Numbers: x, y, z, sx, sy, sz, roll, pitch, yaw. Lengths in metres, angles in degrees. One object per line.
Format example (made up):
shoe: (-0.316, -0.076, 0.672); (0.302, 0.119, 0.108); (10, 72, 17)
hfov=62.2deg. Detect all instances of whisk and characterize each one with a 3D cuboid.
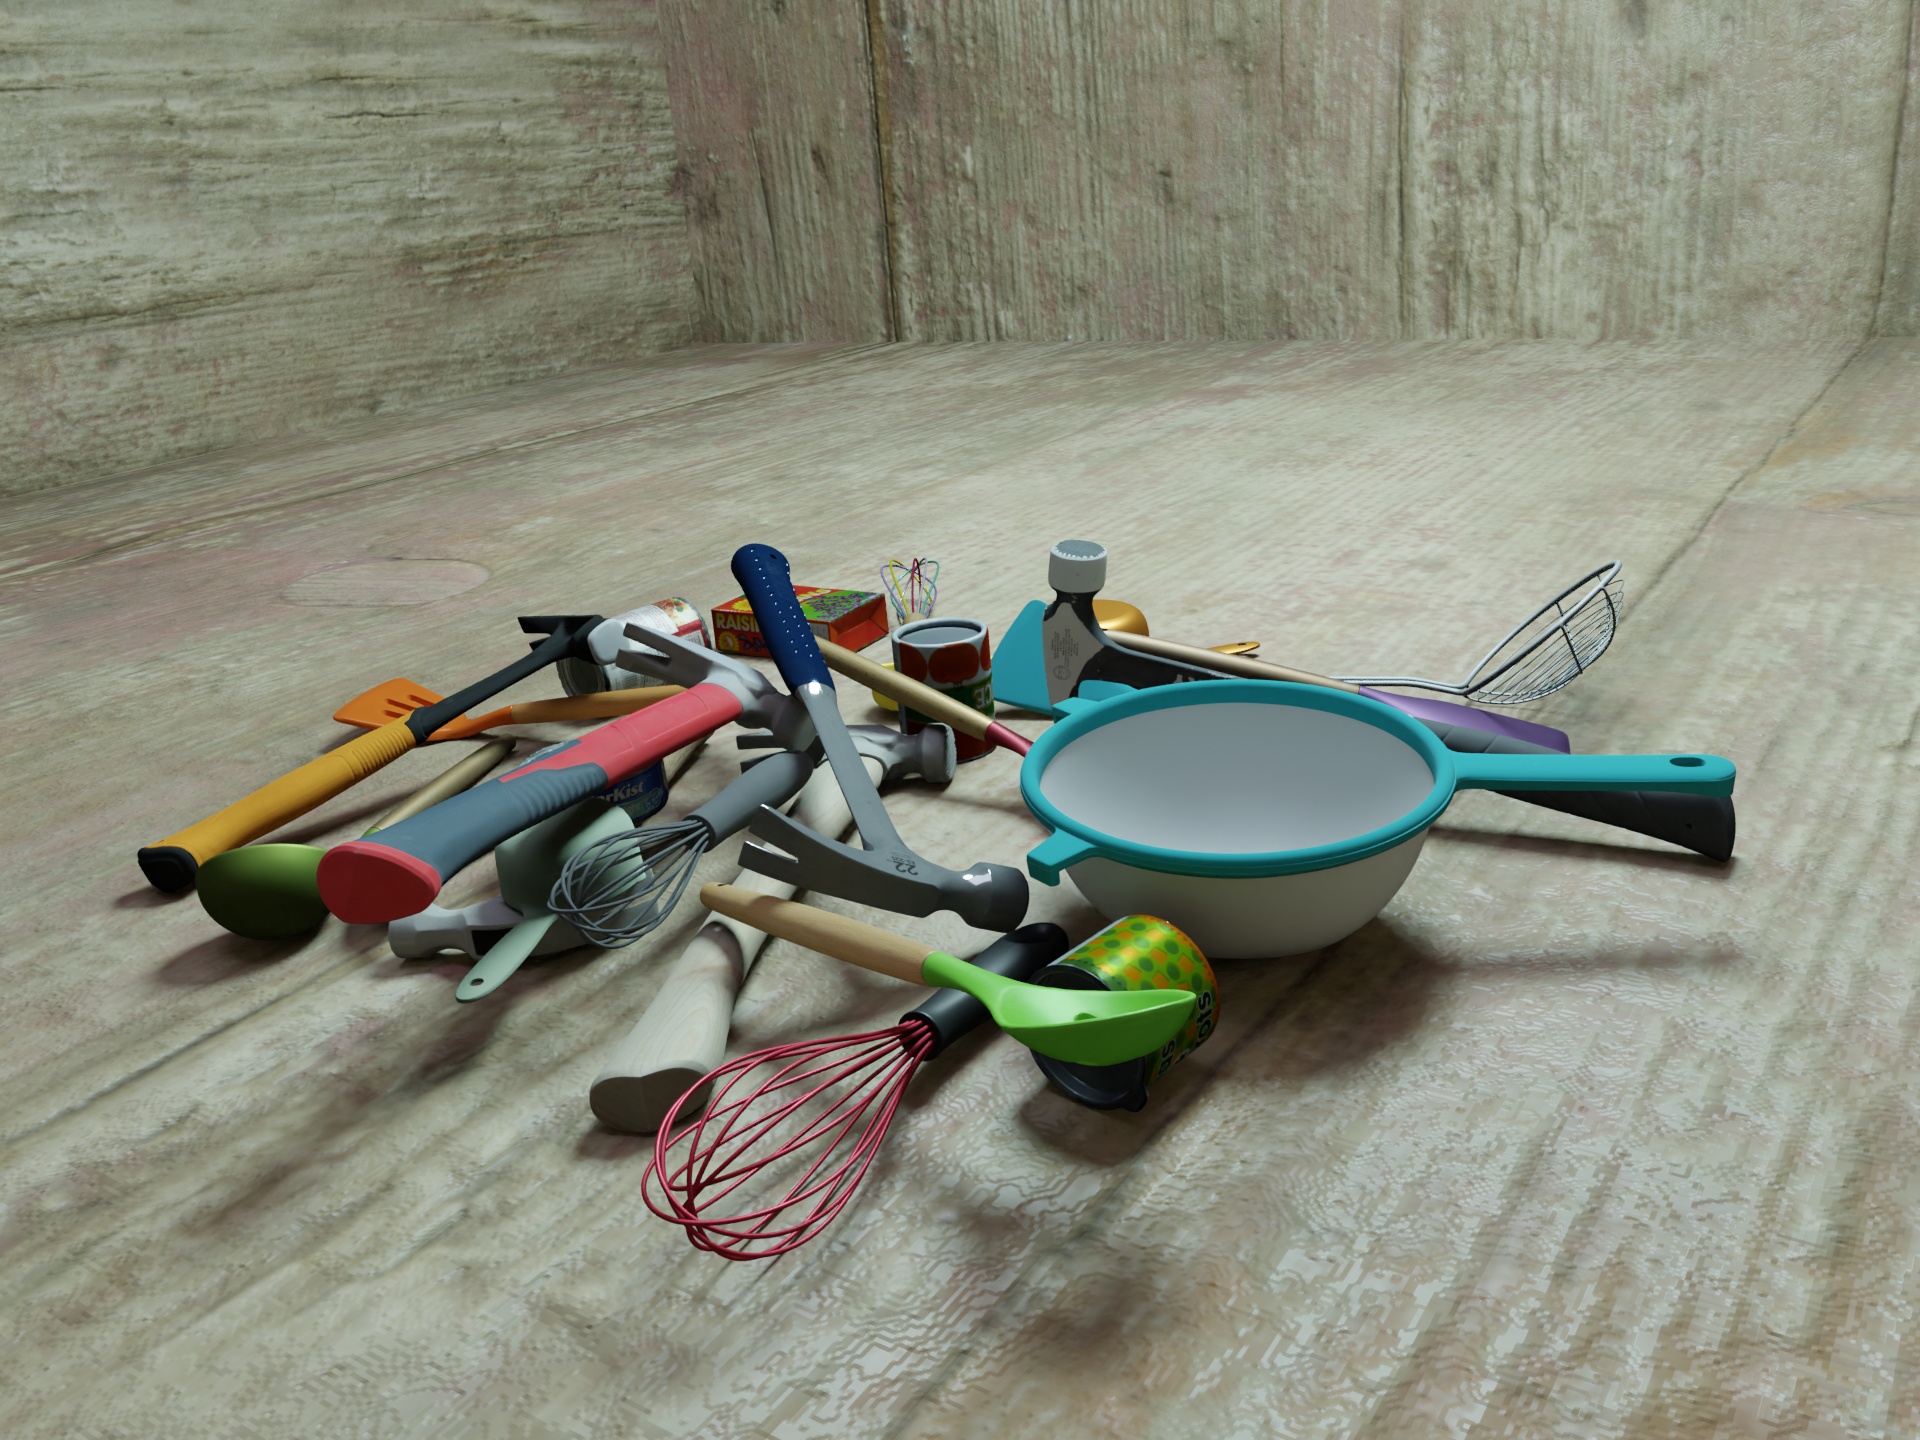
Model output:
whisk: (-0.035, -0.086, 1.325); (0.051, 0.047, 0.245); (-16, 24, 3)
whisk: (-0.027, 0.143, 0.680); (0.073, 0.073, 0.296); (7, 17, 30)
whisk: (-0.137, 0.059, 0.848); (0.055, 0.055, 0.239); (3, 19, 22)

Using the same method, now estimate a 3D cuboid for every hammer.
hammer: (-0.088, -0.012, 0.932); (0.144, 0.035, 0.406); (14, 23, -25)
hammer: (-0.114, 0.090, 0.868); (0.146, 0.038, 0.411); (-2, 21, 13)
hammer: (-0.212, 0.018, 0.846); (0.143, 0.038, 0.386); (23, 20, 13)
hammer: (-0.214, 0.059, 0.983); (0.130, 0.031, 0.331); (-2, 20, 11)
hammer: (-0.386, 0.013, 1.066); (0.127, 0.034, 0.337); (5, 31, 47)
hammer: (0.229, 0.008, 0.919); (0.409, 0.149, 0.036); (17, 28, 27)

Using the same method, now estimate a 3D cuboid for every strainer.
strainer: (0.201, 0.059, 0.793); (0.340, 0.095, 0.211); (0, 23, 8)

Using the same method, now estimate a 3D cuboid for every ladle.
ladle: (-0.002, -0.003, 1.001); (0.316, 0.031, 0.069); (25, 26, 31)
ladle: (-0.361, 0.054, 1.003); (0.078, 0.062, 0.320); (-21, 13, 16)

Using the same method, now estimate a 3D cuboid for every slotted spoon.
slotted spoon: (-0.026, 0.102, 0.690); (0.070, 0.031, 0.314); (-6, 9, -40)

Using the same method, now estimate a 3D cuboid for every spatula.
spatula: (0.230, -0.020, 1.026); (0.316, 0.018, 0.060); (14, 25, 14)
spatula: (0.147, -0.006, 1.047); (0.318, 0.044, 0.082); (21, 75, 44)
spatula: (-0.308, -0.015, 1.162); (0.322, 0.041, 0.081); (-5, 21, 23)

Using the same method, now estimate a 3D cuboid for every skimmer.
skimmer: (0.255, -0.056, 1.082); (0.363, 0.090, 0.127); (-1, 12, 20)

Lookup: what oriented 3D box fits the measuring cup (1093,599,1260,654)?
measuring cup: (0.140, -0.065, 1.198); (0.173, 0.052, 0.095); (-9, 20, -4)

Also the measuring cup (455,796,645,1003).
measuring cup: (-0.218, 0.086, 0.811); (0.083, 0.038, 0.168); (0, 22, 11)

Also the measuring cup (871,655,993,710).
measuring cup: (-0.005, -0.030, 1.196); (0.062, 0.029, 0.156); (12, 15, 40)
